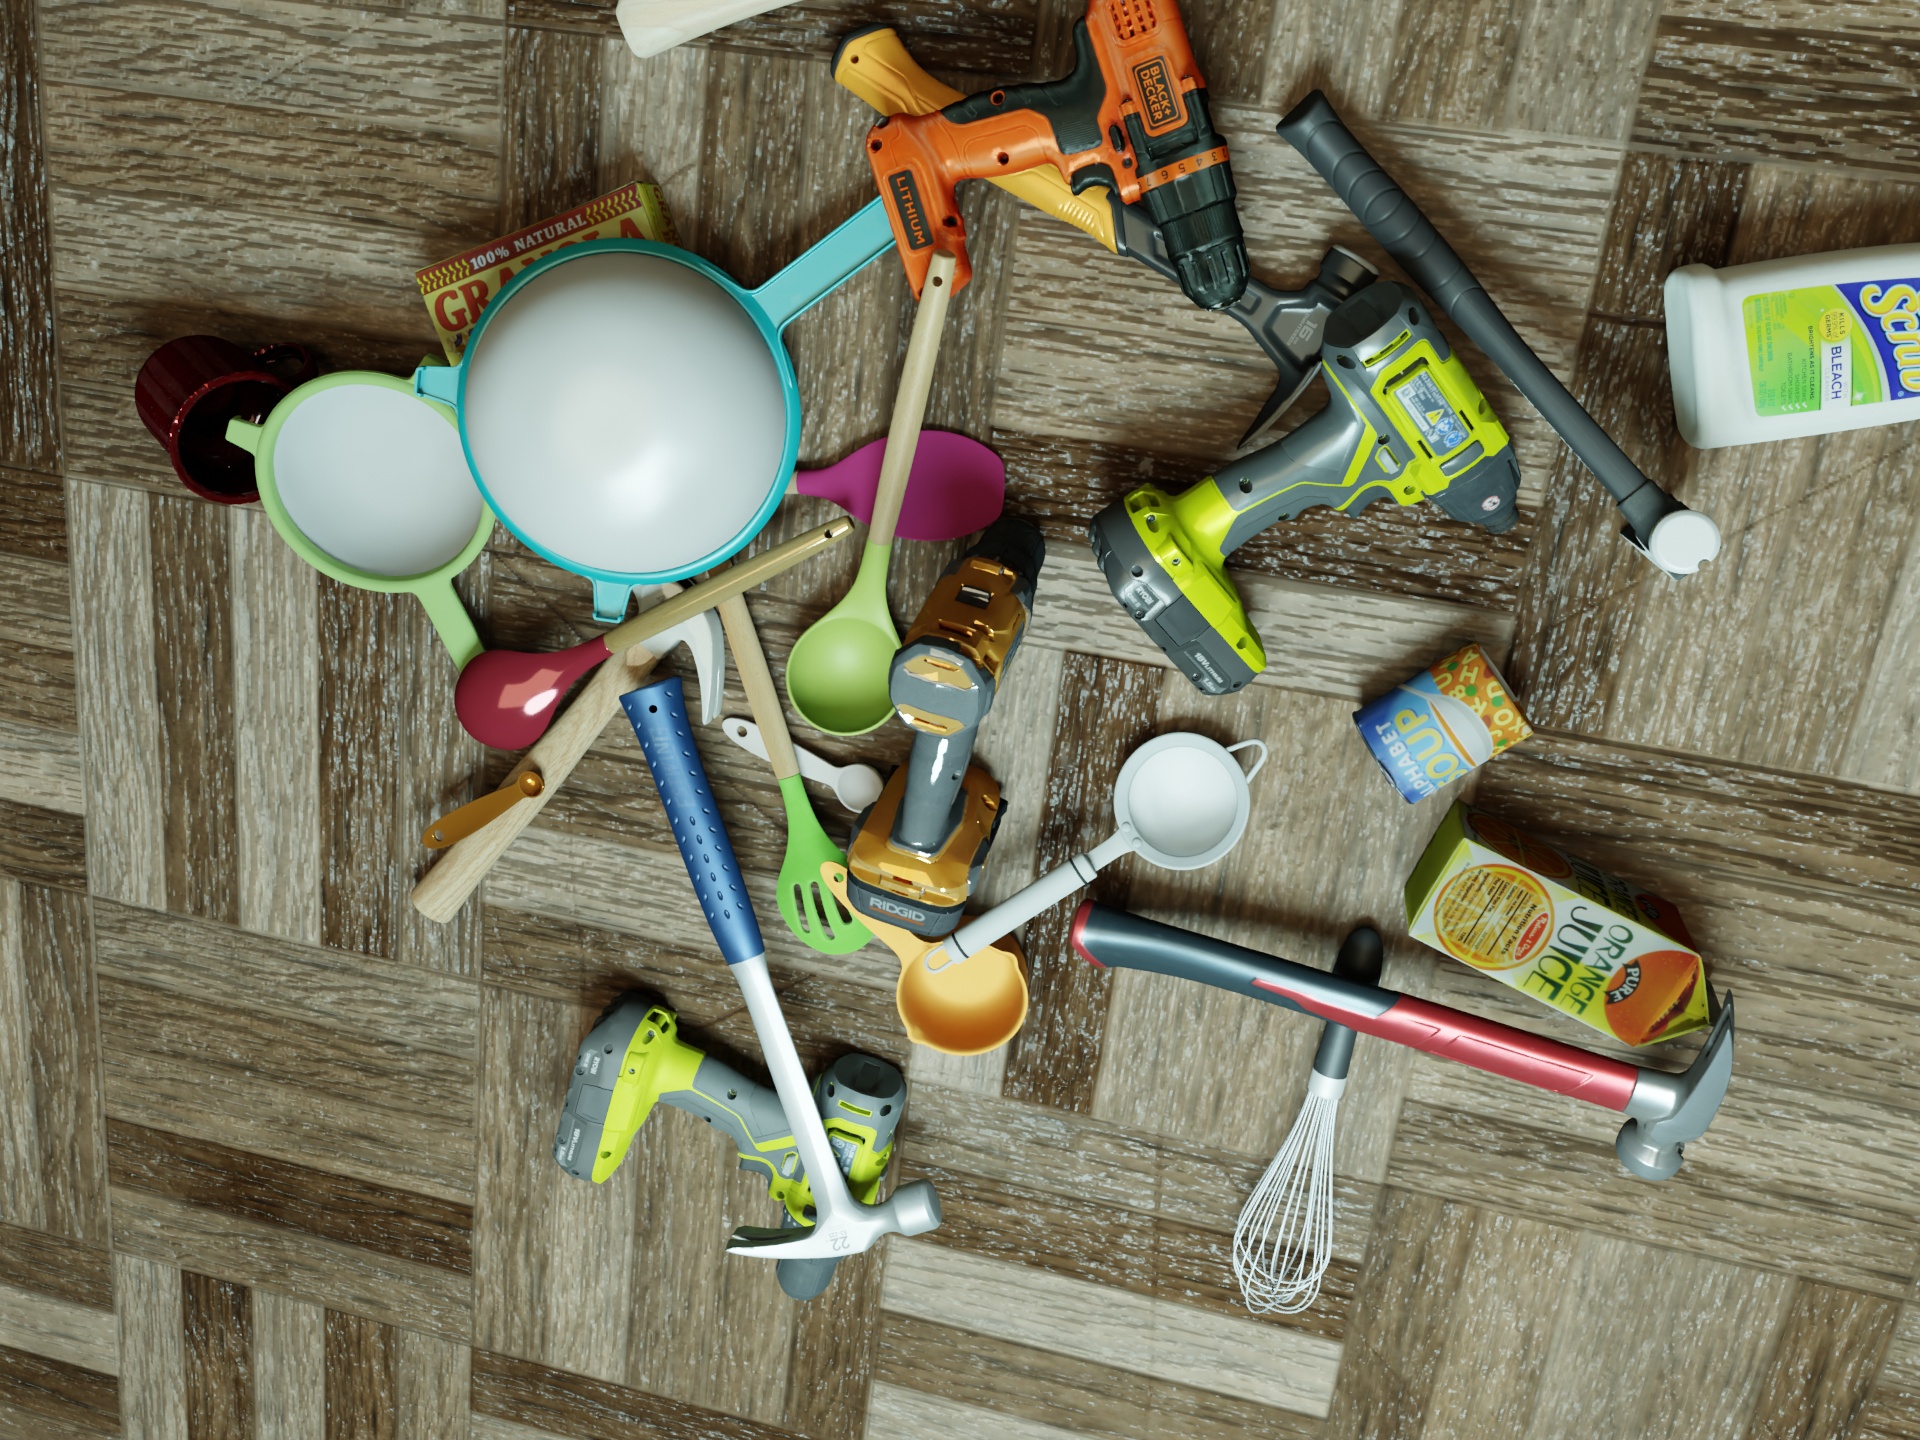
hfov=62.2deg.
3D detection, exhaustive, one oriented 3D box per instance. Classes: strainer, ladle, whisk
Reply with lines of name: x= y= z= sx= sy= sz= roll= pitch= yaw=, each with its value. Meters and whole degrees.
strainer: x=-0.360 y=-0.122 z=1.071 sx=0.151 sy=0.069 sz=0.256 roll=-16 pitch=120 yaw=6
strainer: x=0.085 y=0.088 z=1.013 sx=0.258 sy=0.050 sz=0.087 roll=-33 pitch=74 yaw=6
ladle: x=-0.205 y=-0.060 z=1.032 sx=0.315 sy=0.031 sz=0.069 roll=-25 pitch=99 yaw=16
strainer: x=-0.151 y=-0.213 z=0.932 sx=0.340 sy=0.095 sz=0.211 roll=-35 pitch=103 yaw=9
whisk: x=0.234 y=0.268 z=1.051 sx=0.070 sy=0.070 sz=0.284 roll=13 pitch=105 yaw=9
ladle: x=-0.045 y=-0.124 z=0.949 sx=0.078 sy=0.062 sz=0.320 roll=16 pitch=127 yaw=-1

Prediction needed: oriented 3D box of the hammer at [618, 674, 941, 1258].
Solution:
hammer: x=-0.144 y=0.170 z=1.056 sx=0.144 sy=0.035 sz=0.405 roll=-18 pitch=96 yaw=7

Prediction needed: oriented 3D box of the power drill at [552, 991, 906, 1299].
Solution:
power drill: x=-0.167 y=0.306 z=1.143 sx=0.228 sy=0.080 sz=0.190 roll=20 pitch=109 yaw=4

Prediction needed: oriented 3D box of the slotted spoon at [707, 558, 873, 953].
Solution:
slotted spoon: x=-0.124 y=0.013 z=1.056 sx=0.070 sy=0.031 sz=0.313 roll=-15 pitch=98 yaw=15

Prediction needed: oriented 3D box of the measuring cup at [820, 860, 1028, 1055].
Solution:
measuring cup: x=-0.027 y=0.146 z=1.064 sx=0.095 sy=0.052 sz=0.173 roll=-42 pitch=100 yaw=16

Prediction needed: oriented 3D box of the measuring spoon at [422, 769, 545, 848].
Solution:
measuring spoon: x=-0.333 y=0.063 z=1.110 sx=0.117 sy=0.011 sz=0.021 roll=-27 pitch=98 yaw=23

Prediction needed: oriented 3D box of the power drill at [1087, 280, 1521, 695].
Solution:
power drill: x=0.202 y=-0.120 z=0.913 sx=0.223 sy=0.080 sz=0.171 roll=-35 pitch=123 yaw=18

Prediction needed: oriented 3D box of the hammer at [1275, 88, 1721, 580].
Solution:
hammer: x=0.289 y=-0.214 z=0.870 sx=0.035 sy=0.146 sz=0.335 roll=-41 pitch=83 yaw=20

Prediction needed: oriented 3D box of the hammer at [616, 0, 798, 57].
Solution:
hammer: x=-0.003 y=-0.448 z=0.896 sx=0.410 sy=0.038 sz=0.146 roll=-13 pitch=105 yaw=17

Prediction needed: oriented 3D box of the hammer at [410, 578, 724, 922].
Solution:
hammer: x=-0.281 y=0.027 z=1.107 sx=0.130 sy=0.031 sz=0.331 roll=42 pitch=111 yaw=-2

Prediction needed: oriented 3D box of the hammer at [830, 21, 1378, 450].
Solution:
hammer: x=0.067 y=-0.295 z=0.927 sx=0.337 sy=0.034 sz=0.127 roll=33 pitch=110 yaw=2

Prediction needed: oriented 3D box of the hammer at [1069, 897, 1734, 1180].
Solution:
hammer: x=0.255 y=0.166 z=0.965 sx=0.386 sy=0.038 sz=0.143 roll=15 pitch=133 yaw=15

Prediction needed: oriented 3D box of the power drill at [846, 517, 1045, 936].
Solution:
power drill: x=-0.002 y=-0.003 z=0.980 sx=0.084 sy=0.185 sz=0.226 roll=17 pitch=129 yaw=7

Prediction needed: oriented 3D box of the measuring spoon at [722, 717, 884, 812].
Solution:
measuring spoon: x=-0.105 y=0.025 z=1.078 sx=0.124 sy=0.018 sz=0.034 roll=25 pitch=112 yaw=12

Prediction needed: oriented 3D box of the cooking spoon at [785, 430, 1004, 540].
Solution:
cooking spoon: x=-0.128 y=-0.155 z=1.023 sx=0.319 sy=0.017 sz=0.068 roll=4 pitch=97 yaw=11
